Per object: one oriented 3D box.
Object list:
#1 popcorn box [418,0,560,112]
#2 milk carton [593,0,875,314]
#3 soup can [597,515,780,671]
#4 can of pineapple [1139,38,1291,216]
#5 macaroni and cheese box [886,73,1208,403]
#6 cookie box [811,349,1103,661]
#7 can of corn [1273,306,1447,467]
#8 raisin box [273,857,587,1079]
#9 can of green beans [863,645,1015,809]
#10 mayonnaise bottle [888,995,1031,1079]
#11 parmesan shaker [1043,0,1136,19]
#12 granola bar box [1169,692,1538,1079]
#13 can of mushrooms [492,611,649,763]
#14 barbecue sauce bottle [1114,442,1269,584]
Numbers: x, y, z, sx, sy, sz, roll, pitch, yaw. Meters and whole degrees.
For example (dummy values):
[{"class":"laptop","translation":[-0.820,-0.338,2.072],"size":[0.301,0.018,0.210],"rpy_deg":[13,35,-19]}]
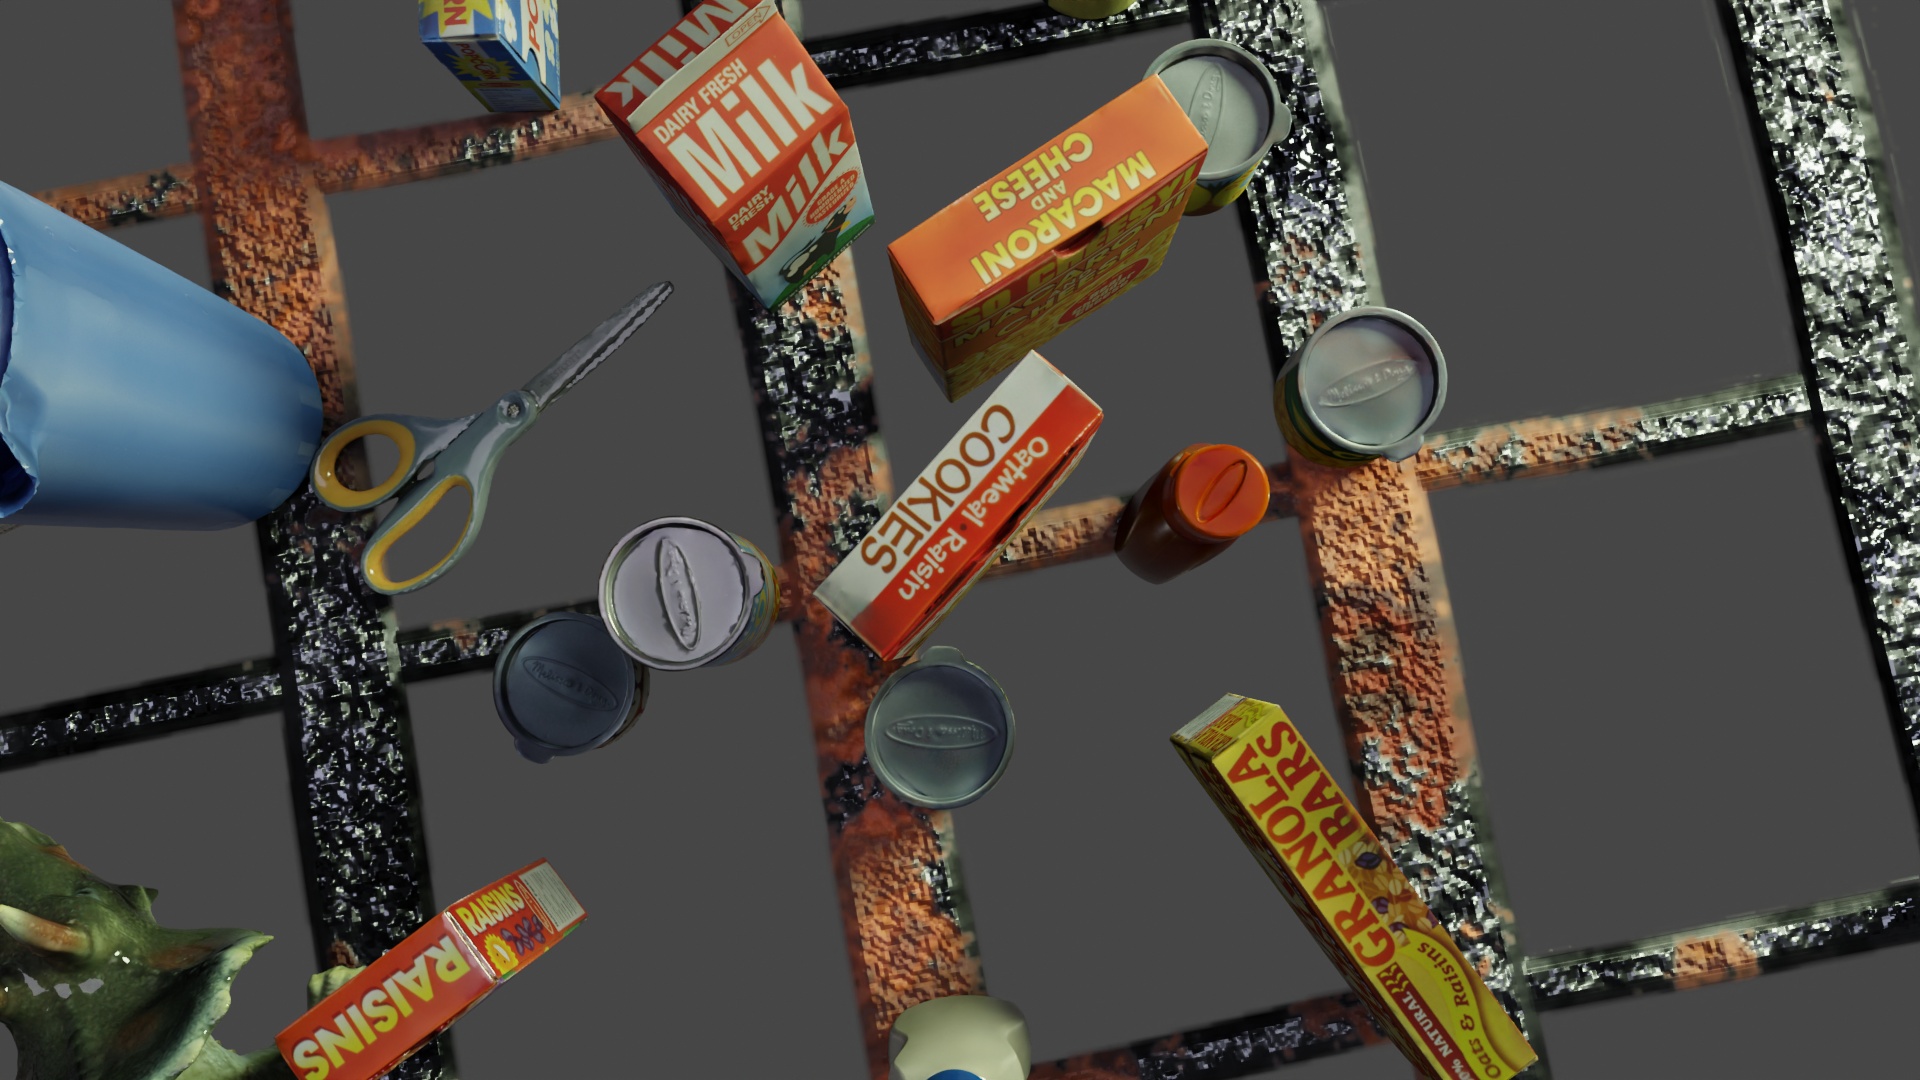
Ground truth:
[{"class":"popcorn box","translation":[-0.221,-0.277,0.653],"size":[0.038,0.085,0.126],"rpy_deg":[-4,86,1]},{"class":"milk carton","translation":[-0.092,-0.166,0.588],"size":[0.072,0.190,0.073],"rpy_deg":[-43,86,-2]},{"class":"soup can","translation":[-0.117,0.025,0.627],"size":[0.071,0.083,0.071],"rpy_deg":[0,86,1]},{"class":"can of pineapple","translation":[0.113,-0.191,0.653],"size":[0.071,0.058,0.071],"rpy_deg":[0,86,1]},{"class":"macaroni and cheese box","translation":[0.035,-0.120,0.594],"size":[0.124,0.166,0.040],"rpy_deg":[-33,86,-1]},{"class":"cookie box","translation":[0.002,-0.007,0.585],"size":[0.040,0.167,0.123],"rpy_deg":[41,88,4]},{"class":"can of corn","translation":[0.183,-0.067,0.641],"size":[0.071,0.058,0.071],"rpy_deg":[0,86,1]},{"class":"raisin box","translation":[-0.221,0.186,0.596],"size":[0.086,0.123,0.040],"rpy_deg":[-36,86,-1]},{"class":"can of green beans","translation":[-0.008,0.086,0.633],"size":[0.071,0.058,0.071],"rpy_deg":[0,86,1]},{"class":"mayonnaise bottle","translation":[-0.002,0.227,0.576],"size":[0.065,0.148,0.041],"rpy_deg":[-5,86,1]},{"class":"parmesan shaker","translation":[0.059,-0.293,0.639],"size":[0.071,0.103,0.071],"rpy_deg":[0,86,1]},{"class":"granola bar box","translation":[0.158,0.145,0.592],"size":[0.039,0.124,0.165],"rpy_deg":[-36,86,-1]},{"class":"can of mushrooms","translation":[-0.182,0.069,0.650],"size":[0.071,0.033,0.071],"rpy_deg":[0,86,1]},{"class":"barbecue sauce bottle","translation":[0.099,-0.014,0.593],"size":[0.044,0.148,0.065],"rpy_deg":[38,88,3]}]
